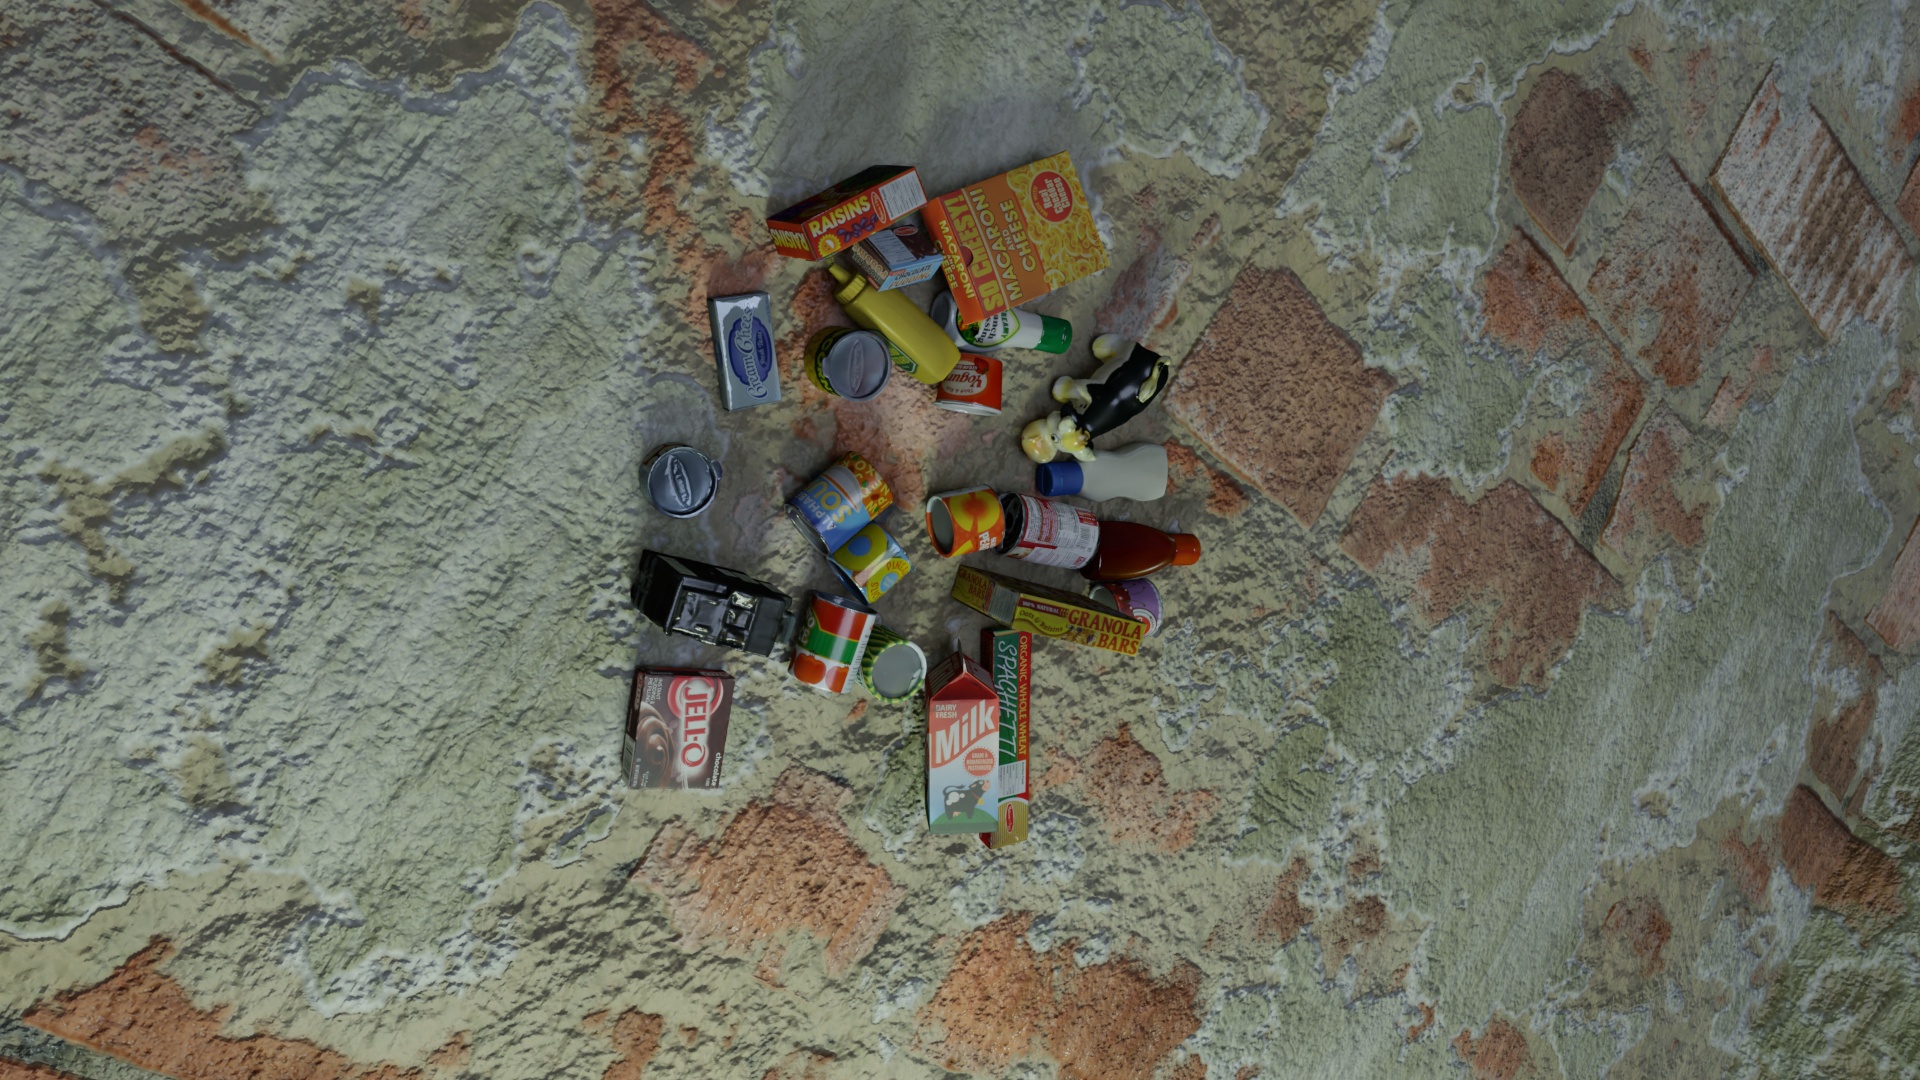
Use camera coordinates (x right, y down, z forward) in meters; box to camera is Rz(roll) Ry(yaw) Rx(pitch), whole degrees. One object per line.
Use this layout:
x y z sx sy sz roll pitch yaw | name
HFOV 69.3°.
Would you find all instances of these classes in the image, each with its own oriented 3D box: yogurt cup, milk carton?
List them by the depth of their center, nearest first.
0.011 -0.155 1.375 0.072 0.072 0.054 9 90 -31 | yogurt cup
0.001 0.201 1.437 0.073 0.072 0.190 -1 103 -6 | milk carton

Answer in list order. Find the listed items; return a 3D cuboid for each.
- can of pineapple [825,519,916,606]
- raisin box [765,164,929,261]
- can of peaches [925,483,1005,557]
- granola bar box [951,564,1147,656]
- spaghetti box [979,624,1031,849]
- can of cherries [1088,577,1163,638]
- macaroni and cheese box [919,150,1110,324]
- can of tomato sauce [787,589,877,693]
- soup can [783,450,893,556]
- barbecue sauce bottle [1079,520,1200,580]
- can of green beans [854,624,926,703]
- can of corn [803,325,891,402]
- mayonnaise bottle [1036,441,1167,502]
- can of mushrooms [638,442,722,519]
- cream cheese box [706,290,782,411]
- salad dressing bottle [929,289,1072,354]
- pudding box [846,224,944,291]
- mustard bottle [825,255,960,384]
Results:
-0.088 0.023 1.356 0.058 0.071 0.070 -42 119 -14 | can of pineapple
-0.103 -0.297 1.259 0.124 0.086 0.040 -32 118 -20 | raisin box
0.005 -0.018 1.400 0.058 0.071 0.071 -12 108 -26 | can of peaches
0.091 0.073 1.439 0.165 0.124 0.039 15 95 -32 | granola bar box
0.049 0.211 1.505 0.050 0.029 0.249 -7 105 -29 | spaghetti box
0.181 0.078 1.525 0.058 0.071 0.071 -5 105 -29 | can of cherries
0.055 -0.296 1.352 0.167 0.040 0.123 -28 101 -31 | macaroni and cheese box
-0.127 0.098 1.355 0.071 0.071 0.083 17 94 -32 | can of tomato sauce
-0.116 -0.037 1.325 0.084 0.071 0.071 -42 119 -16 | soup can
0.198 0.011 1.532 0.149 0.043 0.065 -1 77 -31 | barbecue sauce bottle
-0.076 0.124 1.394 0.071 0.058 0.071 -8 106 -28 | can of green beans
-0.109 -0.167 1.304 0.071 0.058 0.071 -8 106 -28 | can of corn
0.153 -0.071 1.491 0.148 0.041 0.064 -6 104 -28 | mayonnaise bottle
-0.254 -0.056 1.262 0.071 0.033 0.071 -7 105 -28 | can of mushrooms
-0.197 -0.174 1.271 0.053 0.024 0.103 -14 108 -26 | cream cheese box
0.043 -0.215 1.389 0.148 0.044 0.064 5 95 -31 | salad dressing bottle
-0.060 -0.264 1.295 0.050 0.030 0.084 49 38 11 | pudding box
-0.072 -0.213 1.315 0.160 0.065 0.049 41 77 -23 | mustard bottle
